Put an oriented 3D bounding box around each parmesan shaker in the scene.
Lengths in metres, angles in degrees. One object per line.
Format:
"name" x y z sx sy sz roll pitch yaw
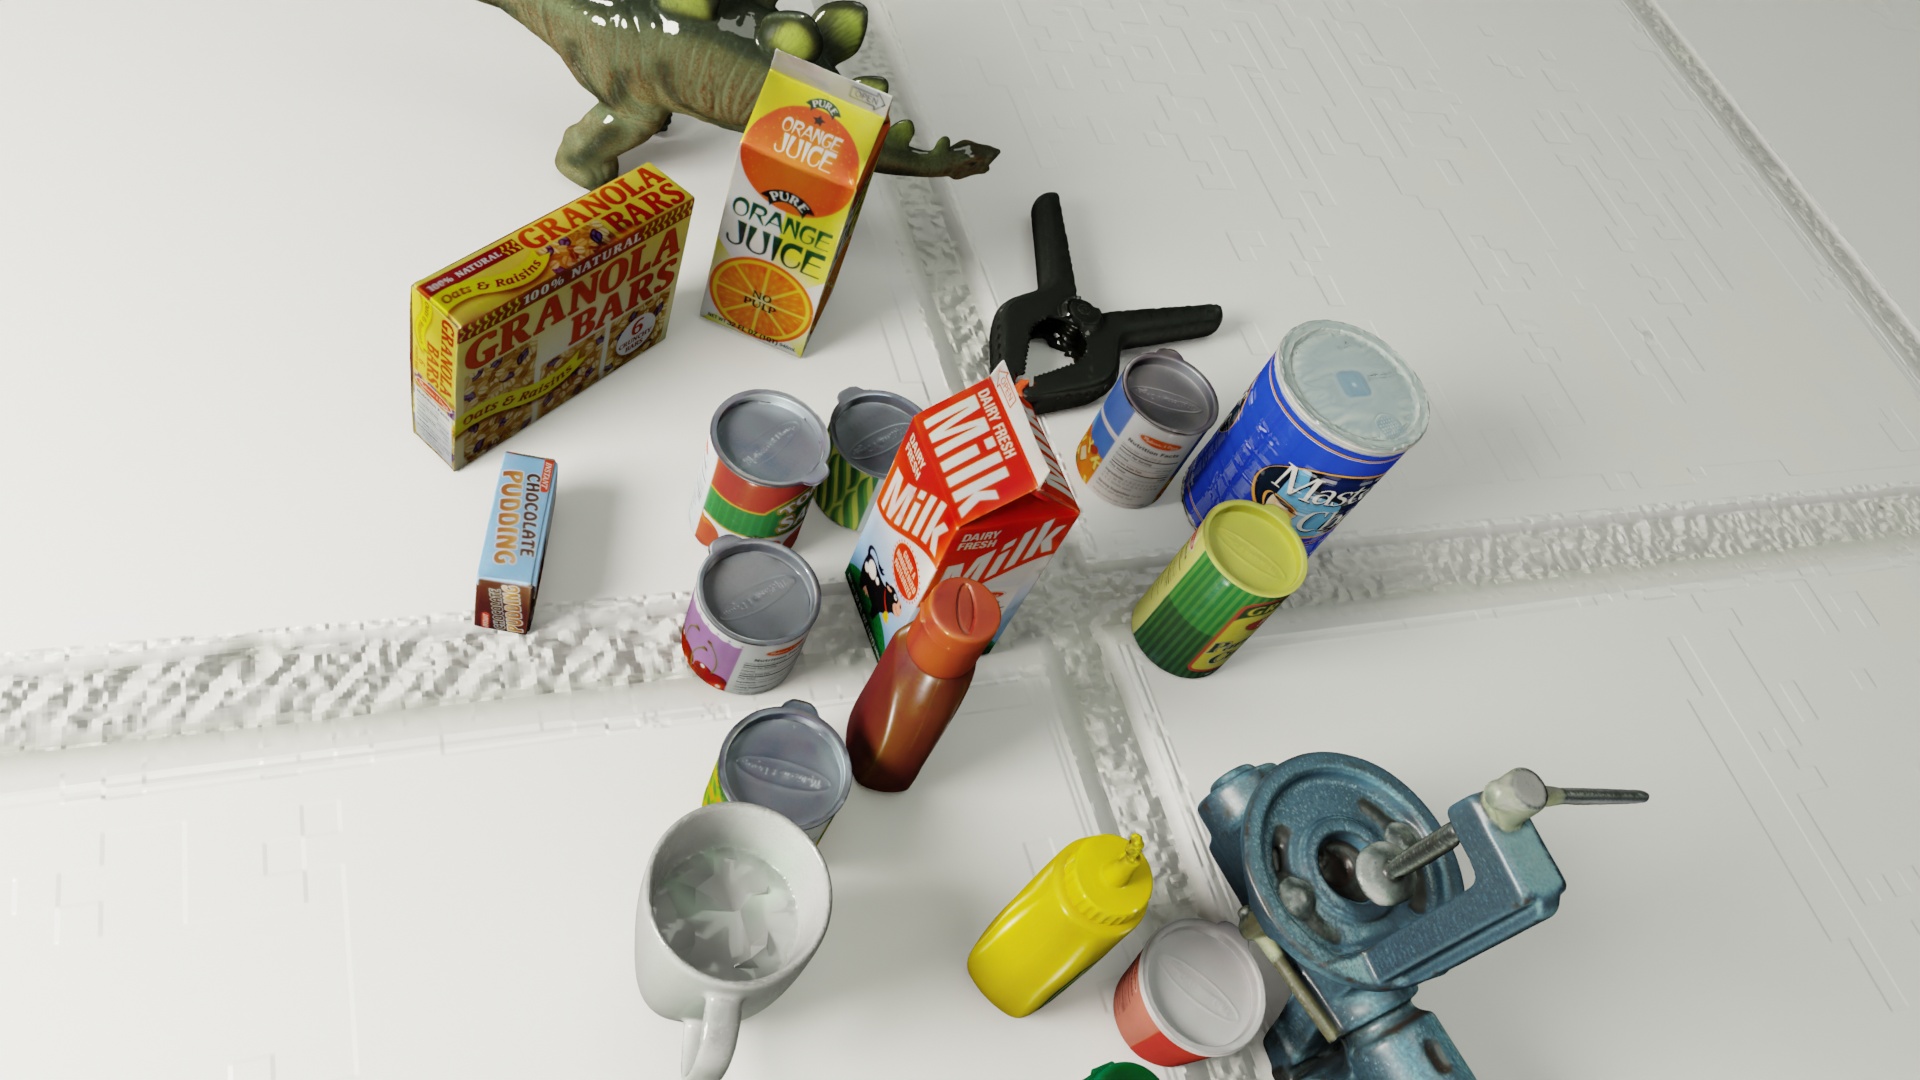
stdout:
"parmesan shaker" 0.154 0.030 0.832 0.071 0.102 0.071 10 54 -14

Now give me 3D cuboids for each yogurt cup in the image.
"yogurt cup" 0.112 0.233 0.704 0.072 0.053 0.073 10 54 -14

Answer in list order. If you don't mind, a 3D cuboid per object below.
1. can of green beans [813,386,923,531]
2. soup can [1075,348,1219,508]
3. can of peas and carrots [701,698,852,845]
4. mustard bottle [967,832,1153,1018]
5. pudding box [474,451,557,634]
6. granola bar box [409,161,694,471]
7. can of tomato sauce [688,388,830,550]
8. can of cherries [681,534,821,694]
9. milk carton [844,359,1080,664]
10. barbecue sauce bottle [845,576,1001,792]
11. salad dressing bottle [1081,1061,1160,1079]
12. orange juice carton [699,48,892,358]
"can of green beans" -0.053 -0.047 0.835 0.071 0.057 0.071 10 54 -14
"soup can" 0.120 -0.072 0.903 0.071 0.083 0.072 10 54 -14
"can of peas and carrots" -0.093 0.124 0.698 0.071 0.058 0.071 10 54 -14
"mustard bottle" 0.053 0.176 0.654 0.049 0.159 0.065 44 53 12
"pudding box" -0.235 0.001 0.735 0.030 0.049 0.084 10 54 -15
"granola bar box" -0.229 -0.127 0.780 0.039 0.123 0.166 40 52 9
"can of tomato sauce" -0.113 -0.033 0.785 0.071 0.082 0.071 10 54 -14
"can of cherries" -0.115 0.039 0.749 0.071 0.058 0.072 10 54 -14
"milk carton" 0.003 -0.009 0.745 0.073 0.189 0.072 -7 60 -25
"barbecue sauce bottle" -0.020 0.071 0.706 0.044 0.147 0.065 11 54 -14
"salad dressing bottle" 0.044 0.261 0.598 0.064 0.146 0.044 -11 61 -27
"orange juice carton" -0.099 -0.207 0.844 0.072 0.191 0.073 23 52 -5
